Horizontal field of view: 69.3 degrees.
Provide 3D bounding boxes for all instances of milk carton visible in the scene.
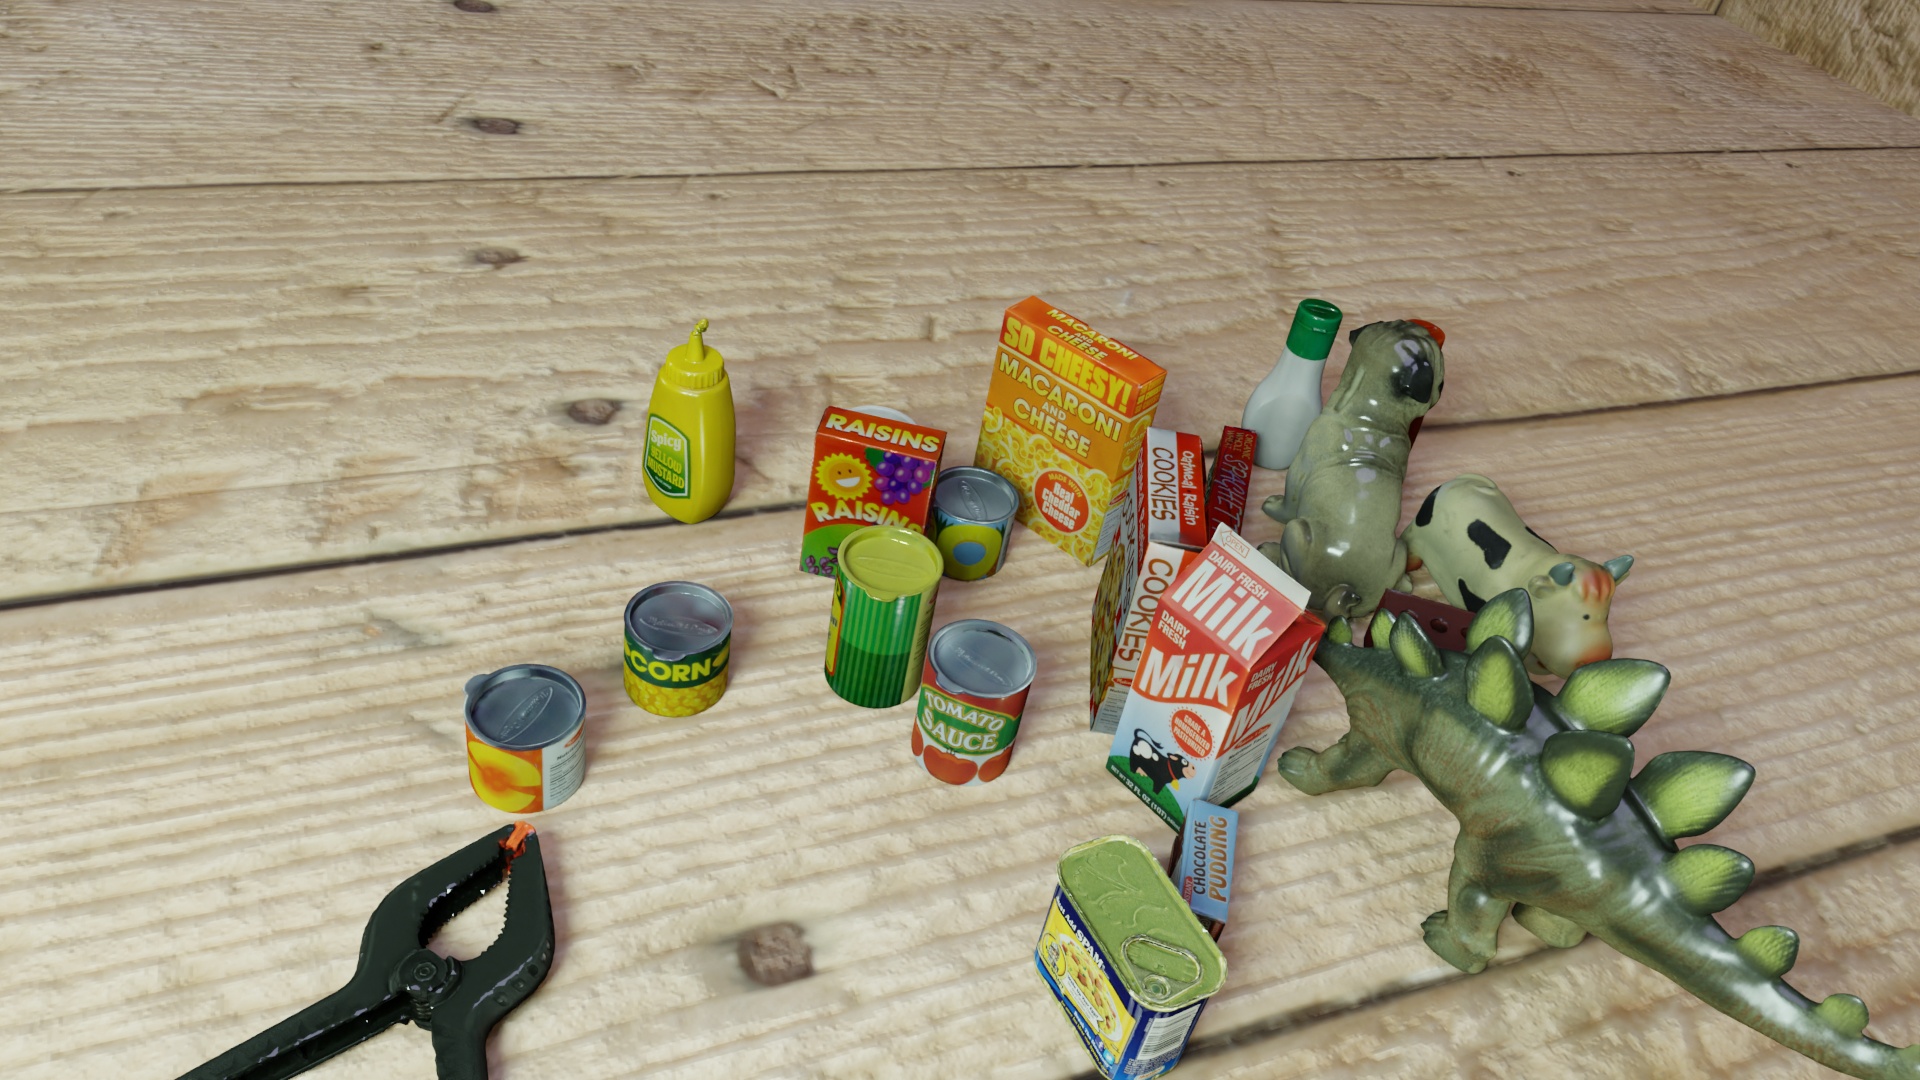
[{"bbox_3d":[0.155,0.081,0.835,0.074,0.189,0.072,-22,50,-35],"label":"milk carton"}]

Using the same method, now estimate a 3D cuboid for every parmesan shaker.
[{"bbox_3d":[-0.052,0.052,0.888,0.071,0.102,0.072,7,39,-6],"label":"parmesan shaker"}]

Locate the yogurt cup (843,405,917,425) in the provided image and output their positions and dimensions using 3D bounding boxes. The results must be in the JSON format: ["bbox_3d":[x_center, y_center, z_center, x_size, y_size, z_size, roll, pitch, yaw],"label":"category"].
[{"bbox_3d":[-0.066,-0.062,1.062,0.072,0.053,0.073,7,39,-6],"label":"yogurt cup"}]

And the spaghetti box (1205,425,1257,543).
[{"bbox_3d":[0.197,-0.003,1.059,0.029,0.049,0.251,16,39,5],"label":"spaghetti box"}]

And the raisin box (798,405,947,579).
[{"bbox_3d":[-0.062,-0.026,0.964,0.086,0.122,0.040,14,39,2],"label":"raisin box"}]

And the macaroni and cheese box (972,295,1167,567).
[{"bbox_3d":[0.076,-0.081,1.031,0.124,0.165,0.040,34,44,25],"label":"macaroni and cheese box"}]

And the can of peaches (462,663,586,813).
[{"bbox_3d":[-0.251,0.113,0.798,0.071,0.057,0.071,7,39,-6],"label":"can of peaches"}]

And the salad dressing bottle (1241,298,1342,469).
[{"bbox_3d":[0.278,-0.129,1.156,0.064,0.146,0.044,12,39,0],"label":"salad dressing bottle"}]

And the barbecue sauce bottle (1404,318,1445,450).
[{"bbox_3d":[0.359,-0.112,1.154,0.065,0.147,0.044,-8,43,-23],"label":"barbecue sauce bottle"}]

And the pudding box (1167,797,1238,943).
[{"bbox_3d":[0.137,0.197,0.802,0.030,0.049,0.084,16,39,5],"label":"pudding box"}]

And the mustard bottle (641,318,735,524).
[{"bbox_3d":[-0.190,-0.087,0.977,0.065,0.159,0.049,31,42,22],"label":"mustard bottle"}]

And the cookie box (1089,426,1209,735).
[{"bbox_3d":[0.122,0.028,0.910,0.040,0.166,0.123,10,39,-2],"label":"cookie box"}]

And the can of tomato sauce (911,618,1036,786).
[{"bbox_3d":[0.006,0.102,0.857,0.071,0.082,0.071,7,39,-6],"label":"can of tomato sauce"}]

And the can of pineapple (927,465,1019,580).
[{"bbox_3d":[0.004,-0.013,1.016,0.071,0.057,0.071,7,39,-6],"label":"can of pineapple"}]

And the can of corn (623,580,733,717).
[{"bbox_3d":[-0.178,0.070,0.869,0.071,0.058,0.071,7,39,-6],"label":"can of corn"}]
